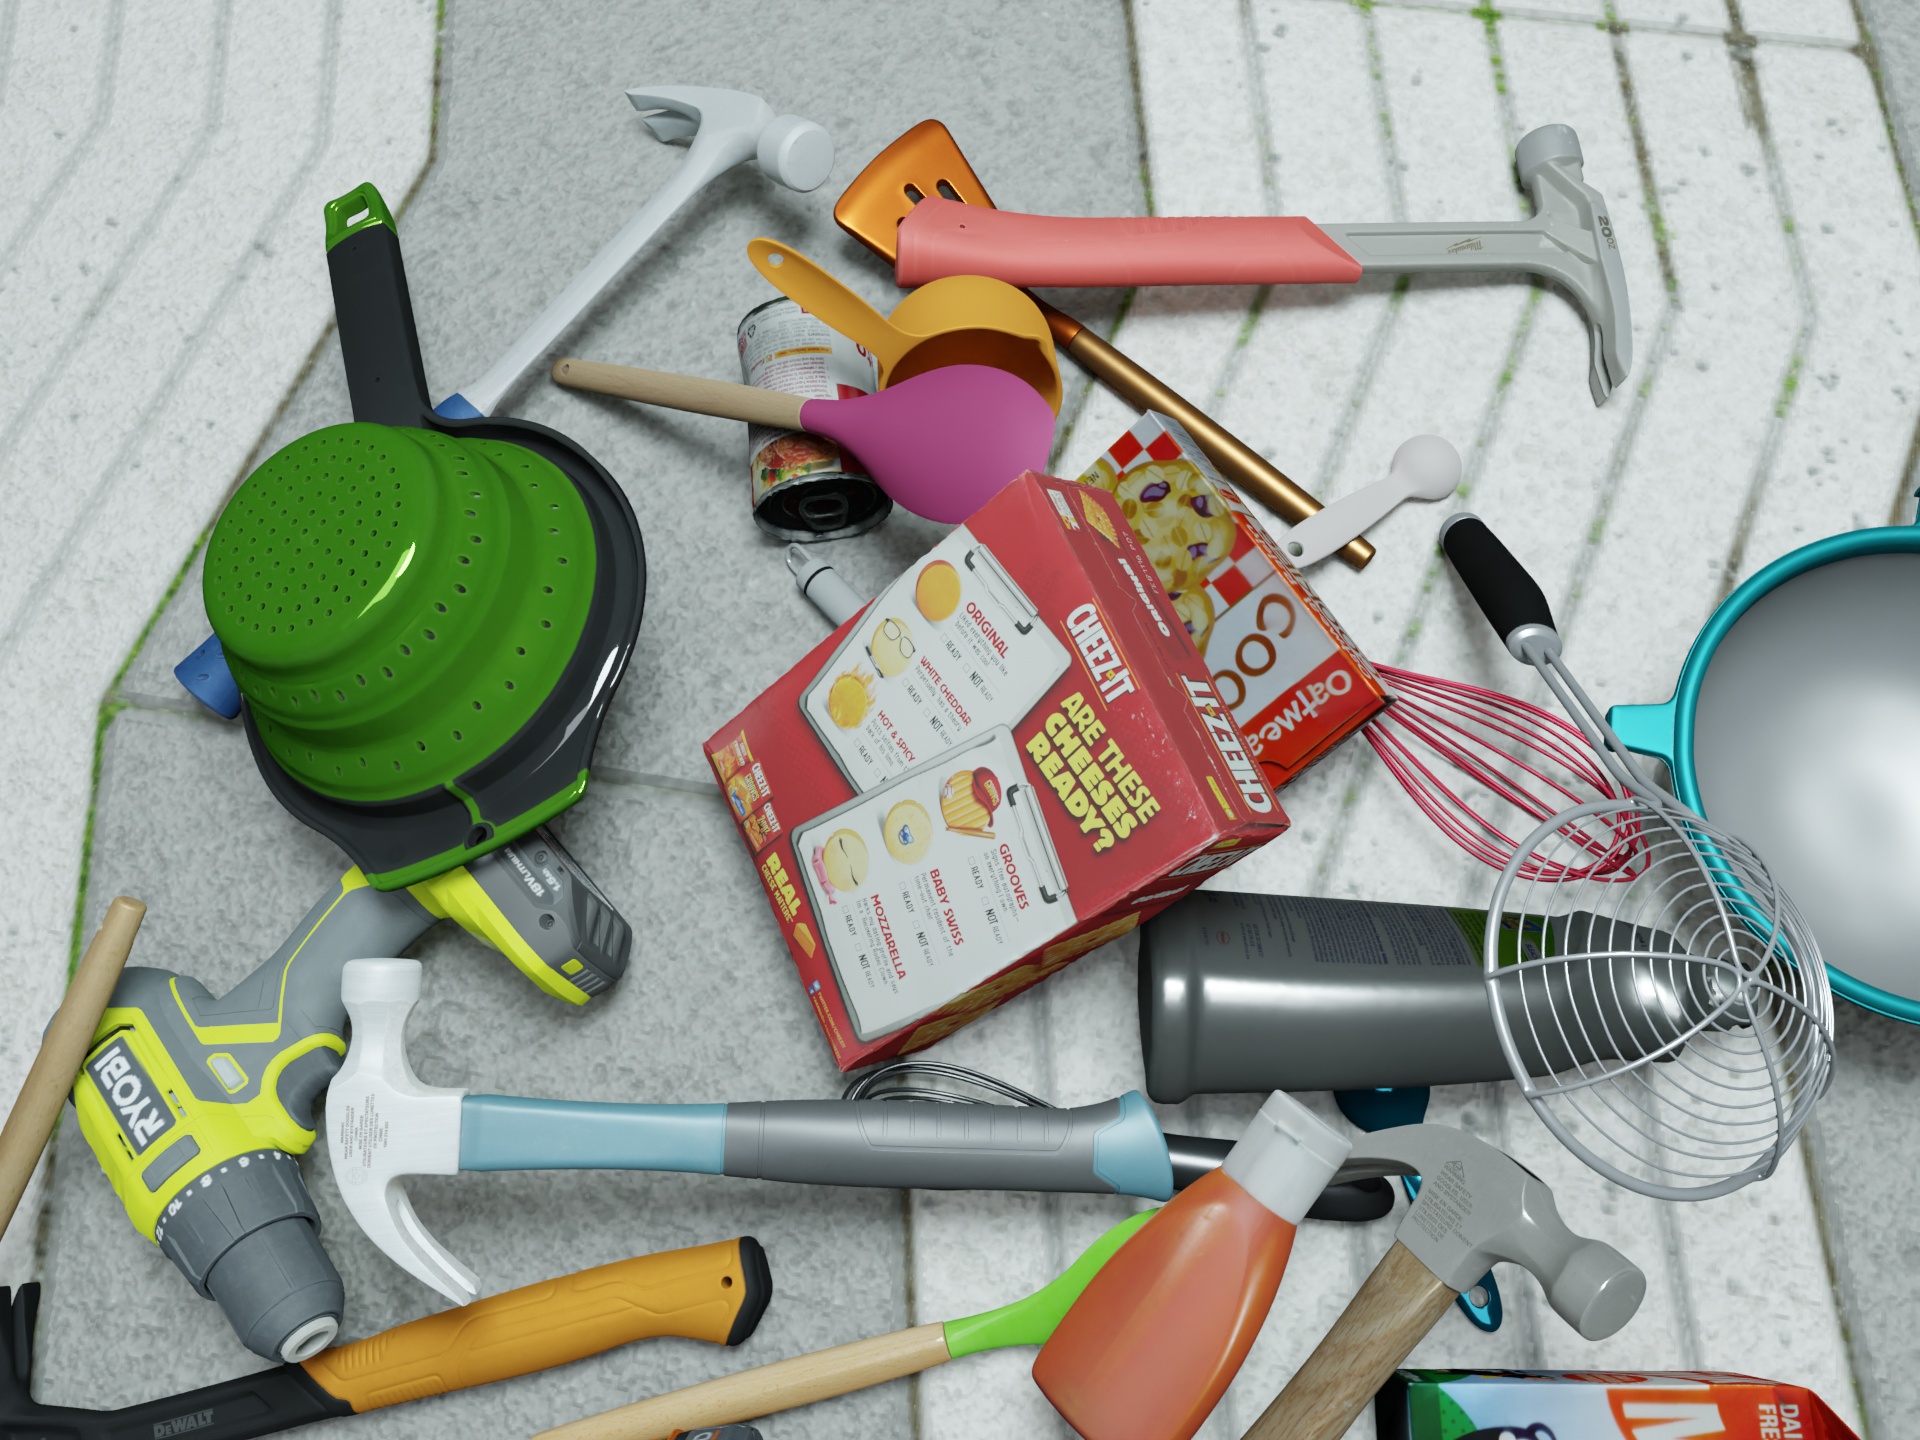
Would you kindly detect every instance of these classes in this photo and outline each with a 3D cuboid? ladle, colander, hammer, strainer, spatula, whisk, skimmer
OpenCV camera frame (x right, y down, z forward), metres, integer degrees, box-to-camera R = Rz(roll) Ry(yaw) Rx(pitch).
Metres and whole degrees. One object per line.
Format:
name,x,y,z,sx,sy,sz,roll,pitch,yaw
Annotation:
ladle,-0.418,0.215,0.651,0.062,0.078,0.320,24,92,-32
colander,-0.269,-0.124,0.709,0.204,0.094,0.397,-25,61,8
hammer,-0.240,-0.167,0.799,0.405,0.035,0.144,-49,51,-7
strainer,0.435,0.080,0.662,0.211,0.095,0.340,-35,75,-6
strainer,-0.001,-0.002,0.739,0.050,0.086,0.259,-25,60,-38
hammer,-0.248,0.268,0.677,0.337,0.034,0.127,-14,73,-1
spatula,0.077,-0.181,0.796,0.323,0.041,0.081,40,77,13
hammer,0.106,0.295,0.606,0.331,0.031,0.130,-53,37,3
whisk,0.181,-0.018,0.728,0.296,0.073,0.073,35,78,20
hammer,-0.079,0.165,0.630,0.331,0.033,0.128,3,84,-5
skimmer,0.228,0.022,0.625,0.127,0.364,0.090,20,118,-10
hammer,0.148,-0.224,0.785,0.359,0.036,0.149,-2,72,-5
whisk,0.066,0.185,0.677,0.239,0.055,0.055,9,73,2

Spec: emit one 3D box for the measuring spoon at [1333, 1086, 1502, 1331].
measuring spoon,0.200,0.196,0.676,0.042,0.021,0.129,-21,71,-3

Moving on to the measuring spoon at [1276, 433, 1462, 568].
measuring spoon,0.195,-0.105,0.760,0.124,0.018,0.034,-32,76,-22

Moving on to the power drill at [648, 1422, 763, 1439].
power drill,-0.176,0.373,0.611,0.226,0.084,0.164,-14,89,3

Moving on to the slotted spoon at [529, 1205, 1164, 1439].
slotted spoon,-0.029,0.267,0.663,0.314,0.031,0.070,-15,103,2

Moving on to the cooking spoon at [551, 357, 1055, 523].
cooking spoon,-0.088,-0.144,0.734,0.319,0.017,0.069,17,92,37

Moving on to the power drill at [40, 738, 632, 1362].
power drill,-0.260,0.135,0.685,0.228,0.080,0.191,-42,64,-10

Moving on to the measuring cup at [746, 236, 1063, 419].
measuring cup,-0.028,-0.187,0.742,0.095,0.173,0.052,-36,41,33
